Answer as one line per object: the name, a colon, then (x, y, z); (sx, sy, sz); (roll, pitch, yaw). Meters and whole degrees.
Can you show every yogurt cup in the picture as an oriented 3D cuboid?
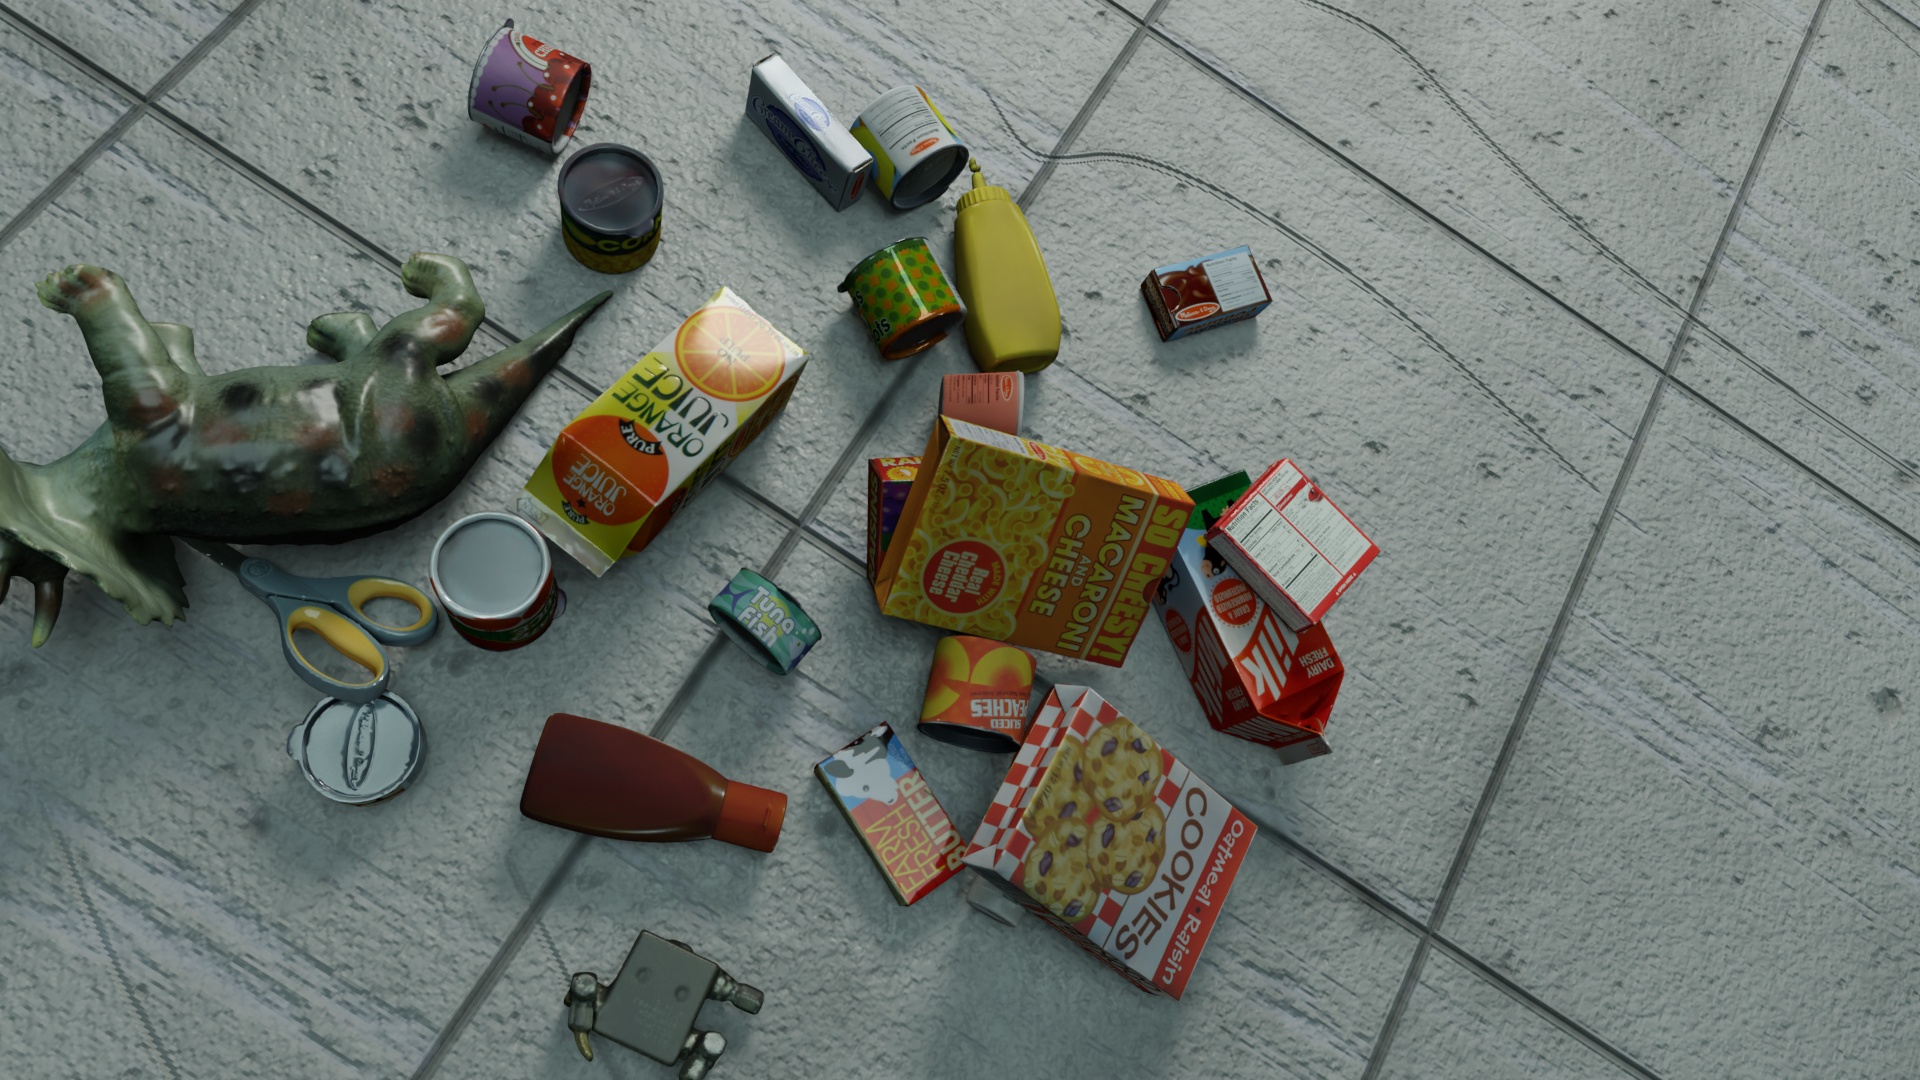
yogurt cup: (0.012, -0.081, 0.929); (0.054, 0.072, 0.072); (4, 73, -4)

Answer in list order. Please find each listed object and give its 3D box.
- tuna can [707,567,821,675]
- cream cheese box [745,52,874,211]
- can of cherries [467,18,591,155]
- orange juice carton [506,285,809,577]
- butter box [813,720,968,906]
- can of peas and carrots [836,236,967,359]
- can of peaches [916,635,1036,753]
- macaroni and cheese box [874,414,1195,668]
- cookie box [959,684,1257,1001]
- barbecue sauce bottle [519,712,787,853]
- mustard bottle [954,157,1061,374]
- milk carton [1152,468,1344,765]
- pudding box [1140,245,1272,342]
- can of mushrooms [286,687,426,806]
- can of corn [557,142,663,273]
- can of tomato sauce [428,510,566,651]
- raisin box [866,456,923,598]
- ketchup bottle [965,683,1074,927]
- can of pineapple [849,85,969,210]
tuna can: (-0.120, 0.050, 0.852); (0.071, 0.071, 0.033); (41, 70, 1)
cream cheese box: (-0.107, -0.283, 0.966); (0.024, 0.053, 0.104); (-40, 86, -23)
can of cherries: (-0.283, -0.299, 0.919); (0.058, 0.071, 0.072); (23, 70, -6)
orange juice carton: (-0.184, -0.063, 0.854); (0.072, 0.072, 0.193); (40, 59, 0)
butter box: (-0.041, 0.169, 0.859); (0.053, 0.024, 0.103); (-32, 83, -19)
can of peas and carrots: (-0.039, -0.162, 0.939); (0.071, 0.070, 0.059); (-26, 82, -19)
can of peaches: (0.012, 0.096, 0.870); (0.071, 0.071, 0.058); (16, 70, -9)
macaroni and cheese box: (0.046, 0.005, 0.862); (0.166, 0.040, 0.123); (14, 112, -18)
cookie box: (0.095, 0.185, 0.847); (0.167, 0.040, 0.123); (40, 67, -24)
barbecue sauce bottle: (-0.179, 0.150, 0.822); (0.148, 0.043, 0.065); (16, 71, -9)
mustard bottle: (0.026, -0.195, 0.973); (0.065, 0.048, 0.160); (-7, 75, -16)
milk carton: (0.187, 0.058, 0.922); (0.073, 0.072, 0.191); (-21, 80, -19)
pudding box: (0.179, -0.181, 1.016); (0.084, 0.030, 0.050); (-18, 80, -18)
can of mushrooms: (-0.345, 0.118, 0.797); (0.071, 0.033, 0.071); (4, 73, -13)
can of corn: (-0.228, -0.215, 0.913); (0.071, 0.058, 0.071); (4, 73, -13)
can of tomato sauce: (-0.271, 0.025, 0.816); (0.071, 0.083, 0.071); (4, 73, -12)
raisin box: (0.003, -0.011, 0.894); (0.123, 0.040, 0.085); (-4, 117, -15)
ketchup bottle: (0.053, 0.167, 0.872); (0.064, 0.043, 0.149); (34, 69, -10)
can of pineapple: (-0.037, -0.274, 0.973); (0.071, 0.070, 0.058); (-31, 79, -20)
